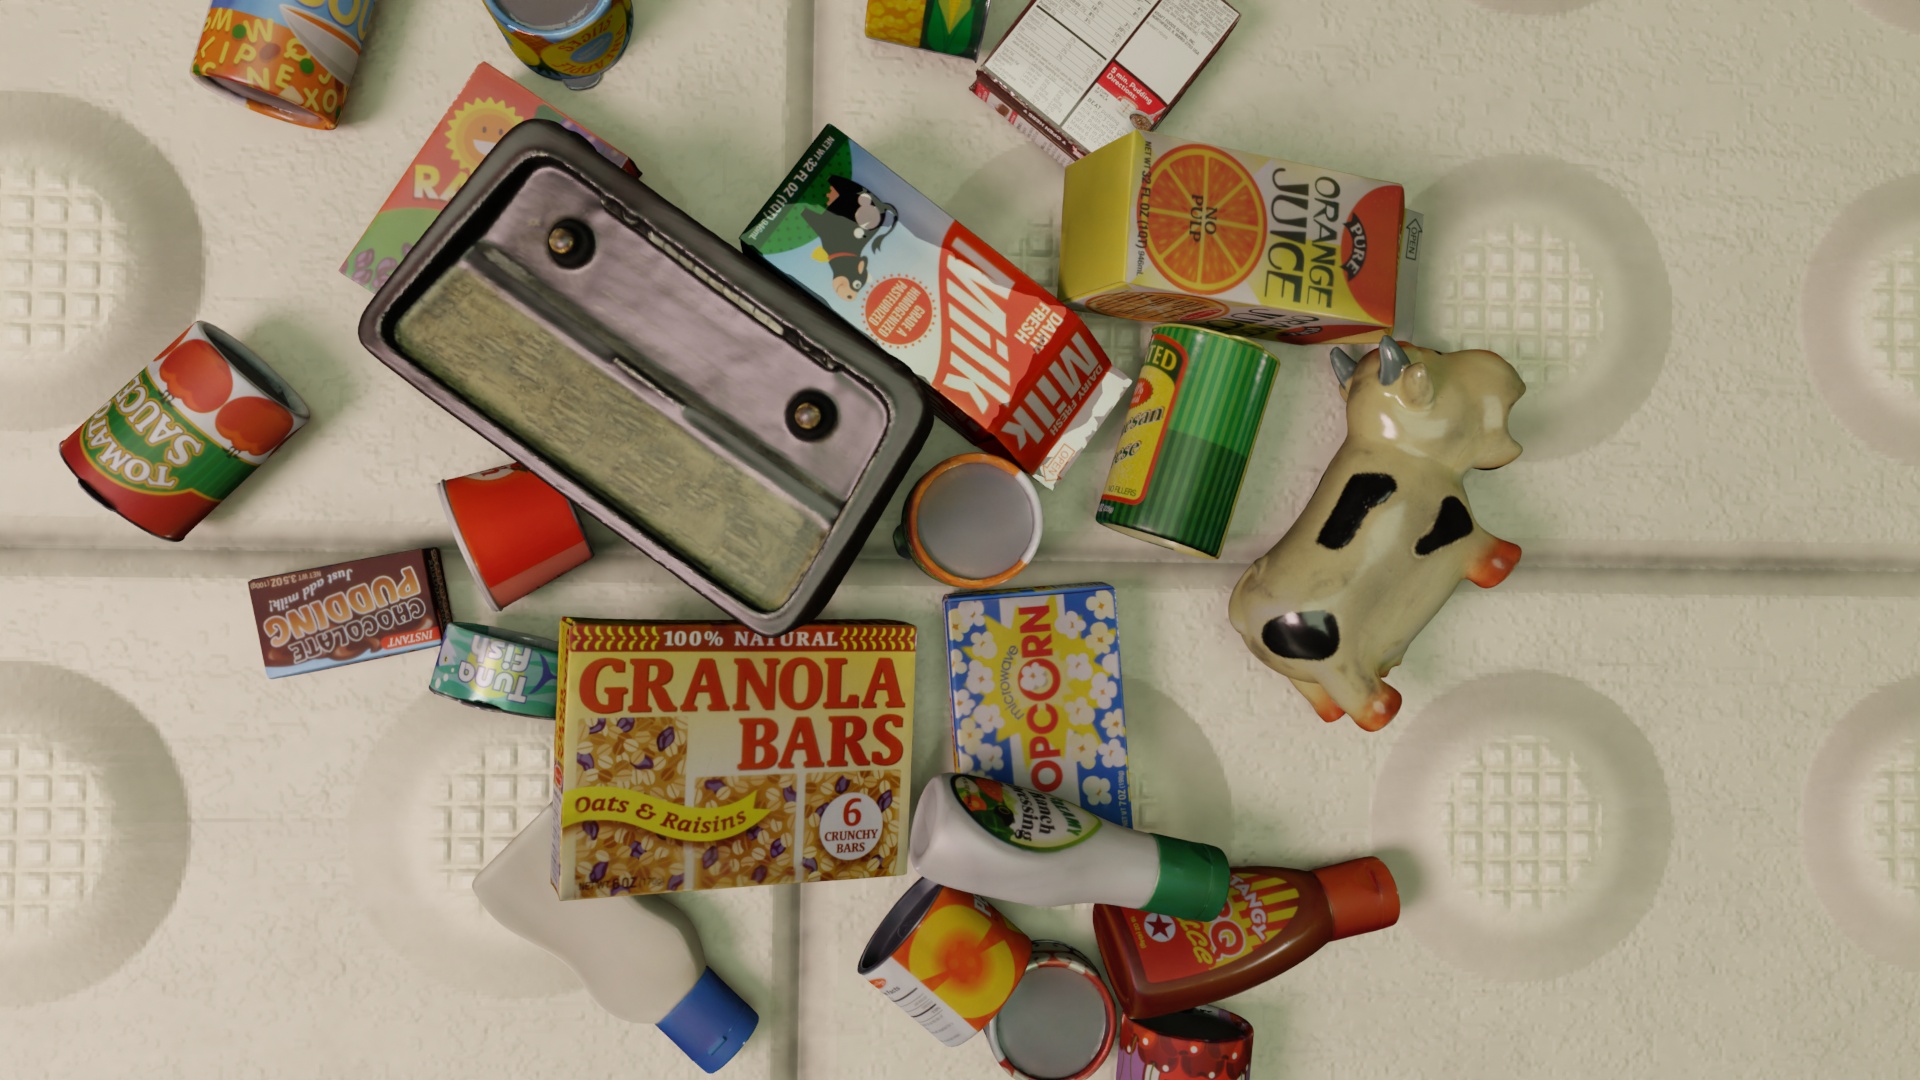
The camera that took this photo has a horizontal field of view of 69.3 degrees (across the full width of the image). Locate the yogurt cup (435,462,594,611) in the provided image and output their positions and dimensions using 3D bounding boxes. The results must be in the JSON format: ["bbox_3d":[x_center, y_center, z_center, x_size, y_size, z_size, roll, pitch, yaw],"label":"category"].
[{"bbox_3d":[-0.211,-0.007,0.664,0.054,0.072,0.072,-24,91,-13],"label":"yogurt cup"}]

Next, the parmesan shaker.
[{"bbox_3d":[0.113,-0.048,0.690,0.071,0.071,0.103,18,87,-5],"label":"parmesan shaker"}]

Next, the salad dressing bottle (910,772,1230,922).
[{"bbox_3d":[0.052,0.147,0.649,0.148,0.064,0.043,15,109,-14],"label":"salad dressing bottle"}]

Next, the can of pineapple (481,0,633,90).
[{"bbox_3d":[-0.194,-0.263,0.672,0.071,0.058,0.071,0,89,-6],"label":"can of pineapple"}]

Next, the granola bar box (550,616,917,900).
[{"bbox_3d":[-0.106,0.099,0.657,0.166,0.039,0.124,2,90,-25],"label":"granola bar box"}]

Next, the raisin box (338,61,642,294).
[{"bbox_3d":[-0.227,-0.155,0.677,0.086,0.040,0.123,33,87,-3],"label":"raisin box"}]

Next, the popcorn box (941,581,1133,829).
[{"bbox_3d":[0.038,0.087,0.697,0.085,0.038,0.126,-4,89,-6],"label":"popcorn box"}]

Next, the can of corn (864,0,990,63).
[{"bbox_3d":[-0.013,-0.278,0.684,0.058,0.071,0.071,11,88,-5],"label":"can of corn"}]

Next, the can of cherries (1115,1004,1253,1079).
[{"bbox_3d":[0.110,0.265,0.683,0.071,0.071,0.058,6,88,-5],"label":"can of cherries"}]

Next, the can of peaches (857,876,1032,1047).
[{"bbox_3d":[-0.006,0.200,0.677,0.058,0.071,0.071,42,86,-3],"label":"can of peaches"}]

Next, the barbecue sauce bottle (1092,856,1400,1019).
[{"bbox_3d":[0.145,0.192,0.697,0.149,0.043,0.065,-10,48,-12],"label":"barbecue sauce bottle"}]

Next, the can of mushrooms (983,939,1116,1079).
[{"bbox_3d":[0.046,0.238,0.697,0.071,0.033,0.071,0,88,-5],"label":"can of mushrooms"}]

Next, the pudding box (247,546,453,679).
[{"bbox_3d":[-0.293,0.035,0.671,0.084,0.030,0.049,-11,91,-5],"label":"pudding box"}]

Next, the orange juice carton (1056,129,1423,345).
[{"bbox_3d":[0.148,-0.141,0.681,0.193,0.073,0.072,4,88,-23],"label":"orange juice carton"}]

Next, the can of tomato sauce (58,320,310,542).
[{"bbox_3d":[-0.360,-0.052,0.646,0.083,0.071,0.071,-45,93,-5],"label":"can of tomato sauce"}]

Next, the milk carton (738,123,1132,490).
[{"bbox_3d":[-0.010,-0.109,0.679,0.190,0.073,0.072,37,86,-4],"label":"milk carton"}]

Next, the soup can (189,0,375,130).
[{"bbox_3d":[-0.314,-0.245,0.656,0.071,0.071,0.084,16,88,-5],"label":"soup can"}]

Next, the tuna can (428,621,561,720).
[{"bbox_3d":[-0.214,0.062,0.657,0.071,0.071,0.033,15,87,-5],"label":"tuna can"}]

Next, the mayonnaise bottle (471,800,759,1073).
[{"bbox_3d":[-0.163,0.195,0.675,0.065,0.041,0.148,-45,94,-3],"label":"mayonnaise bottle"}]

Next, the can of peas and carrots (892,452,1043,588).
[{"bbox_3d":[0.002,-0.009,0.685,0.071,0.058,0.071,0,89,-5],"label":"can of peas and carrots"}]
